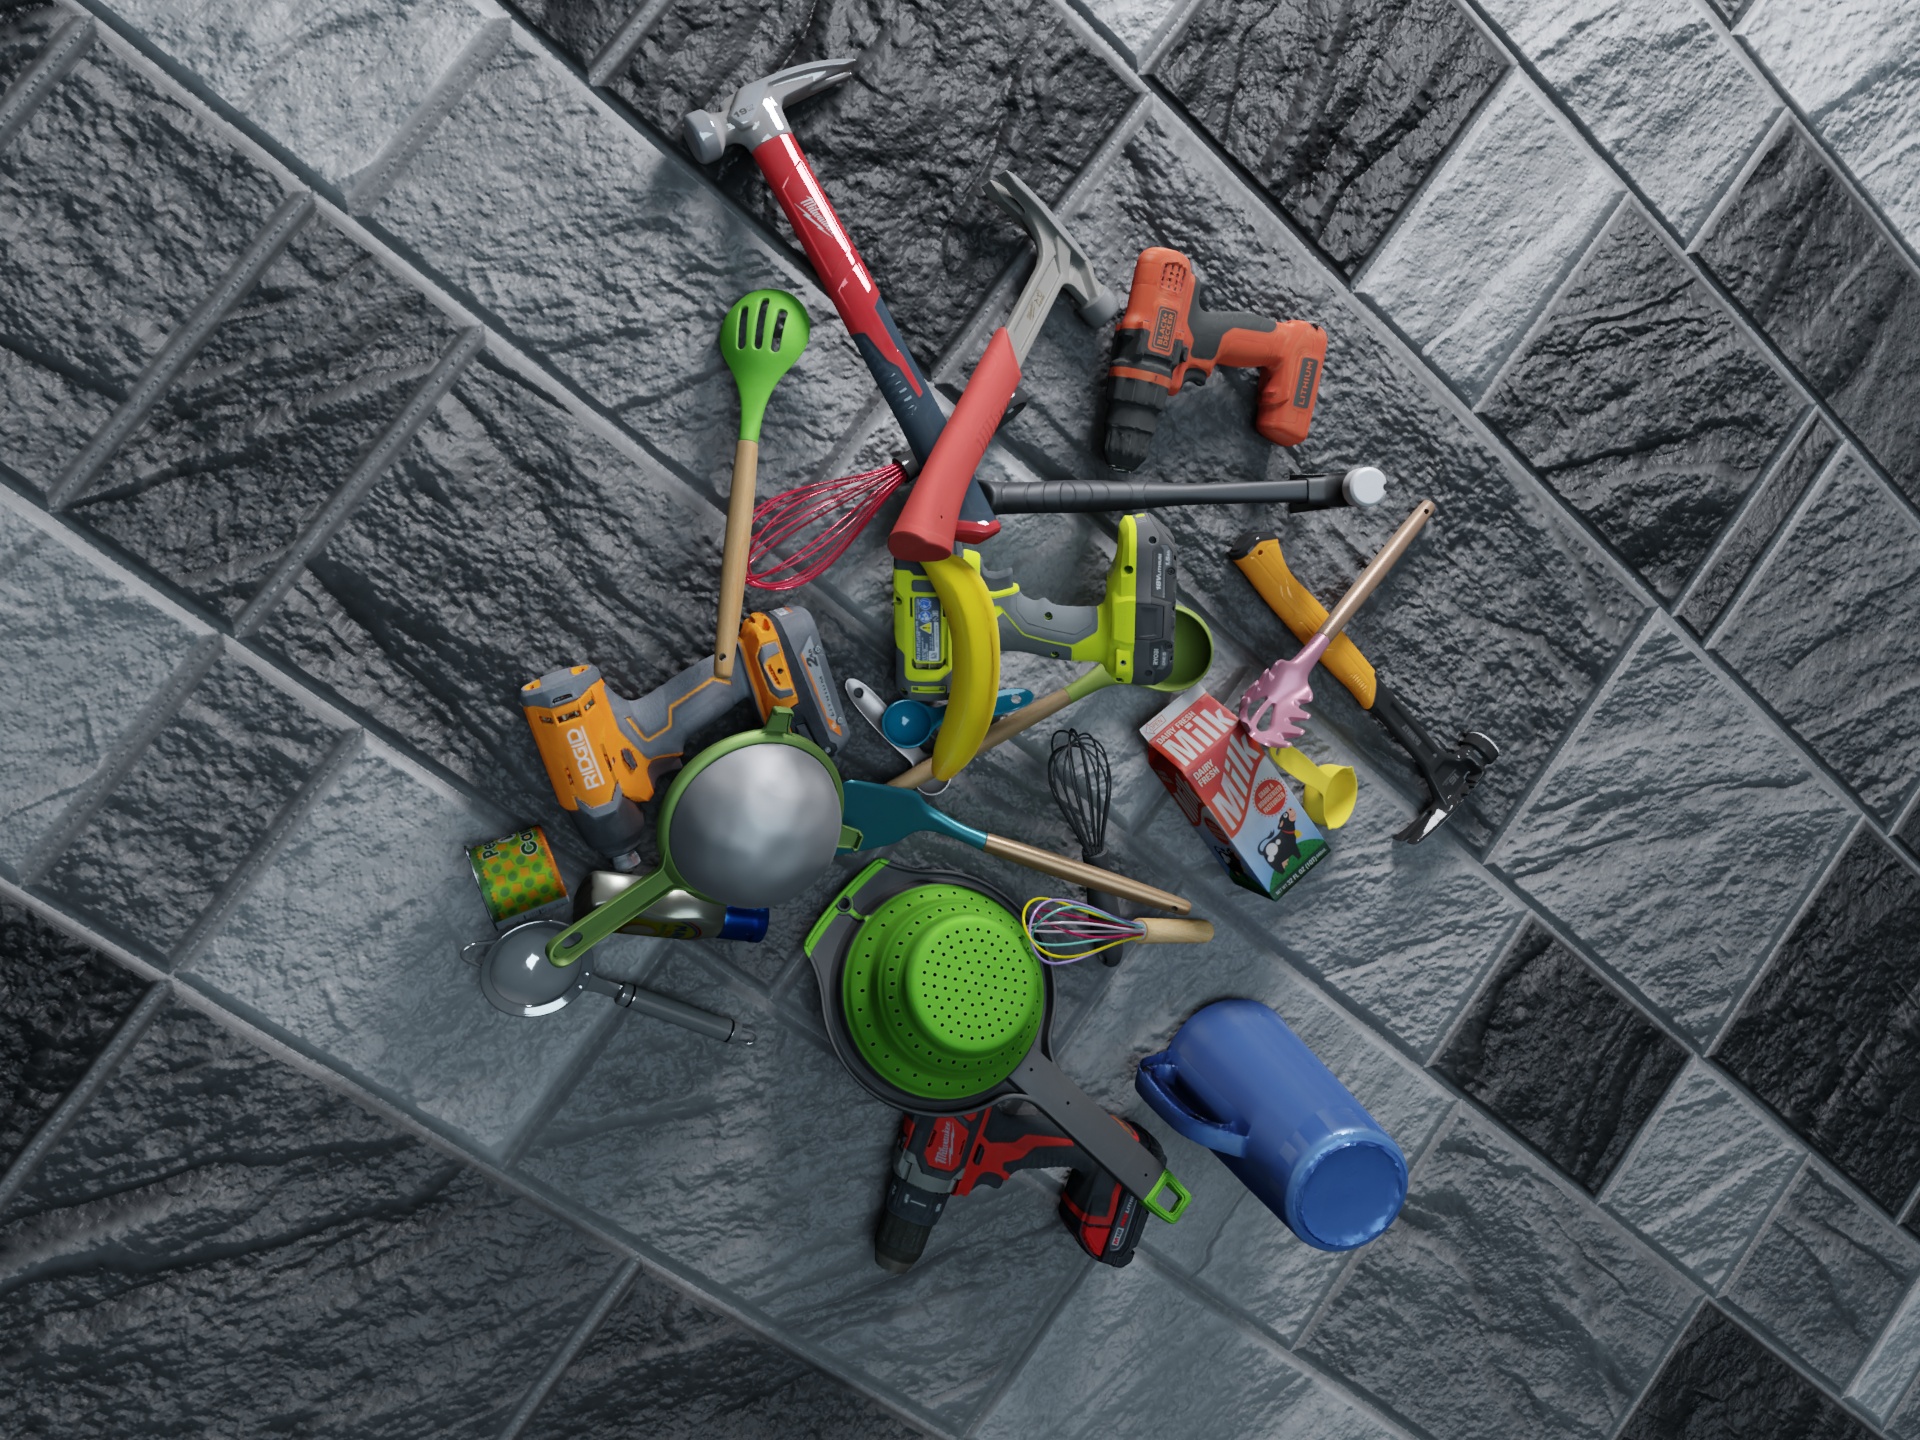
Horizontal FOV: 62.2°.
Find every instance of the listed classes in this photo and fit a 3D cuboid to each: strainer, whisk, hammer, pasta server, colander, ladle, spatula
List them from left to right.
[{"bbox_3d":[-0.274,0.214,1.257,0.258,0.050,0.087,26,101,-26],"label":"strainer"},{"bbox_3d":[-0.189,0.116,1.179,0.256,0.069,0.151,-34,127,-12],"label":"strainer"},{"bbox_3d":[-0.064,-0.190,1.270,0.296,0.073,0.073,-35,106,-17],"label":"whisk"},{"bbox_3d":[-0.059,-0.316,1.218,0.143,0.038,0.386,-29,91,-14],"label":"hammer"},{"bbox_3d":[0.018,-0.261,1.205,0.149,0.037,0.359,43,52,-25],"label":"hammer"},{"bbox_3d":[0.043,0.116,1.314,0.317,0.044,0.082,18,122,-7],"label":"spatula"},{"bbox_3d":[0.055,0.272,1.293,0.397,0.094,0.204,43,67,-5],"label":"colander"},{"bbox_3d":[0.071,-0.007,1.329,0.320,0.062,0.078,-28,104,-16],"label":"ladle"},{"bbox_3d":[0.111,0.112,1.356,0.055,0.055,0.238,-19,117,-16],"label":"whisk"},{"bbox_3d":[0.137,0.174,1.349,0.244,0.047,0.051,8,117,-45],"label":"whisk"},{"bbox_3d":[0.170,-0.189,1.329,0.334,0.146,0.035,-2,96,-7],"label":"hammer"},{"bbox_3d":[0.335,-0.091,1.389,0.060,0.040,0.316,46,67,-9],"label":"pasta server"},{"bbox_3d":[0.352,-0.037,1.441,0.127,0.034,0.336,-47,108,-9],"label":"hammer"}]

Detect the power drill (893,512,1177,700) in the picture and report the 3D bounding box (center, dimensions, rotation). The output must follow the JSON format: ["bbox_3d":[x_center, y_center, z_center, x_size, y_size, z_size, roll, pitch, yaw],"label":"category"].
[{"bbox_3d":[0.057,-0.104,1.274,0.223,0.080,0.171,0,107,1],"label":"power drill"}]

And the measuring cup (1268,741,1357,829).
[{"bbox_3d":[0.303,0.049,1.408,0.156,0.029,0.062,32,77,-44],"label":"measuring cup"}]

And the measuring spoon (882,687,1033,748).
[{"bbox_3d":[-0.002,-0.004,1.310,0.128,0.021,0.042,-13,72,-9],"label":"measuring spoon"}]

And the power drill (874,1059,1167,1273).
[{"bbox_3d":[0.044,0.403,1.371,0.226,0.080,0.188,21,89,-17],"label":"power drill"}]

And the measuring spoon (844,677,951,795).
[{"bbox_3d":[-0.055,0.012,1.322,0.034,0.018,0.124,-44,101,-15],"label":"measuring spoon"}]

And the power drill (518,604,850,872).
[{"bbox_3d":[-0.207,0.014,1.235,0.226,0.084,0.164,-20,105,-12],"label":"power drill"}]

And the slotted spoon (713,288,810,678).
[{"bbox_3d":[-0.162,-0.186,1.205,0.070,0.031,0.314,4,80,5],"label":"slotted spoon"}]
